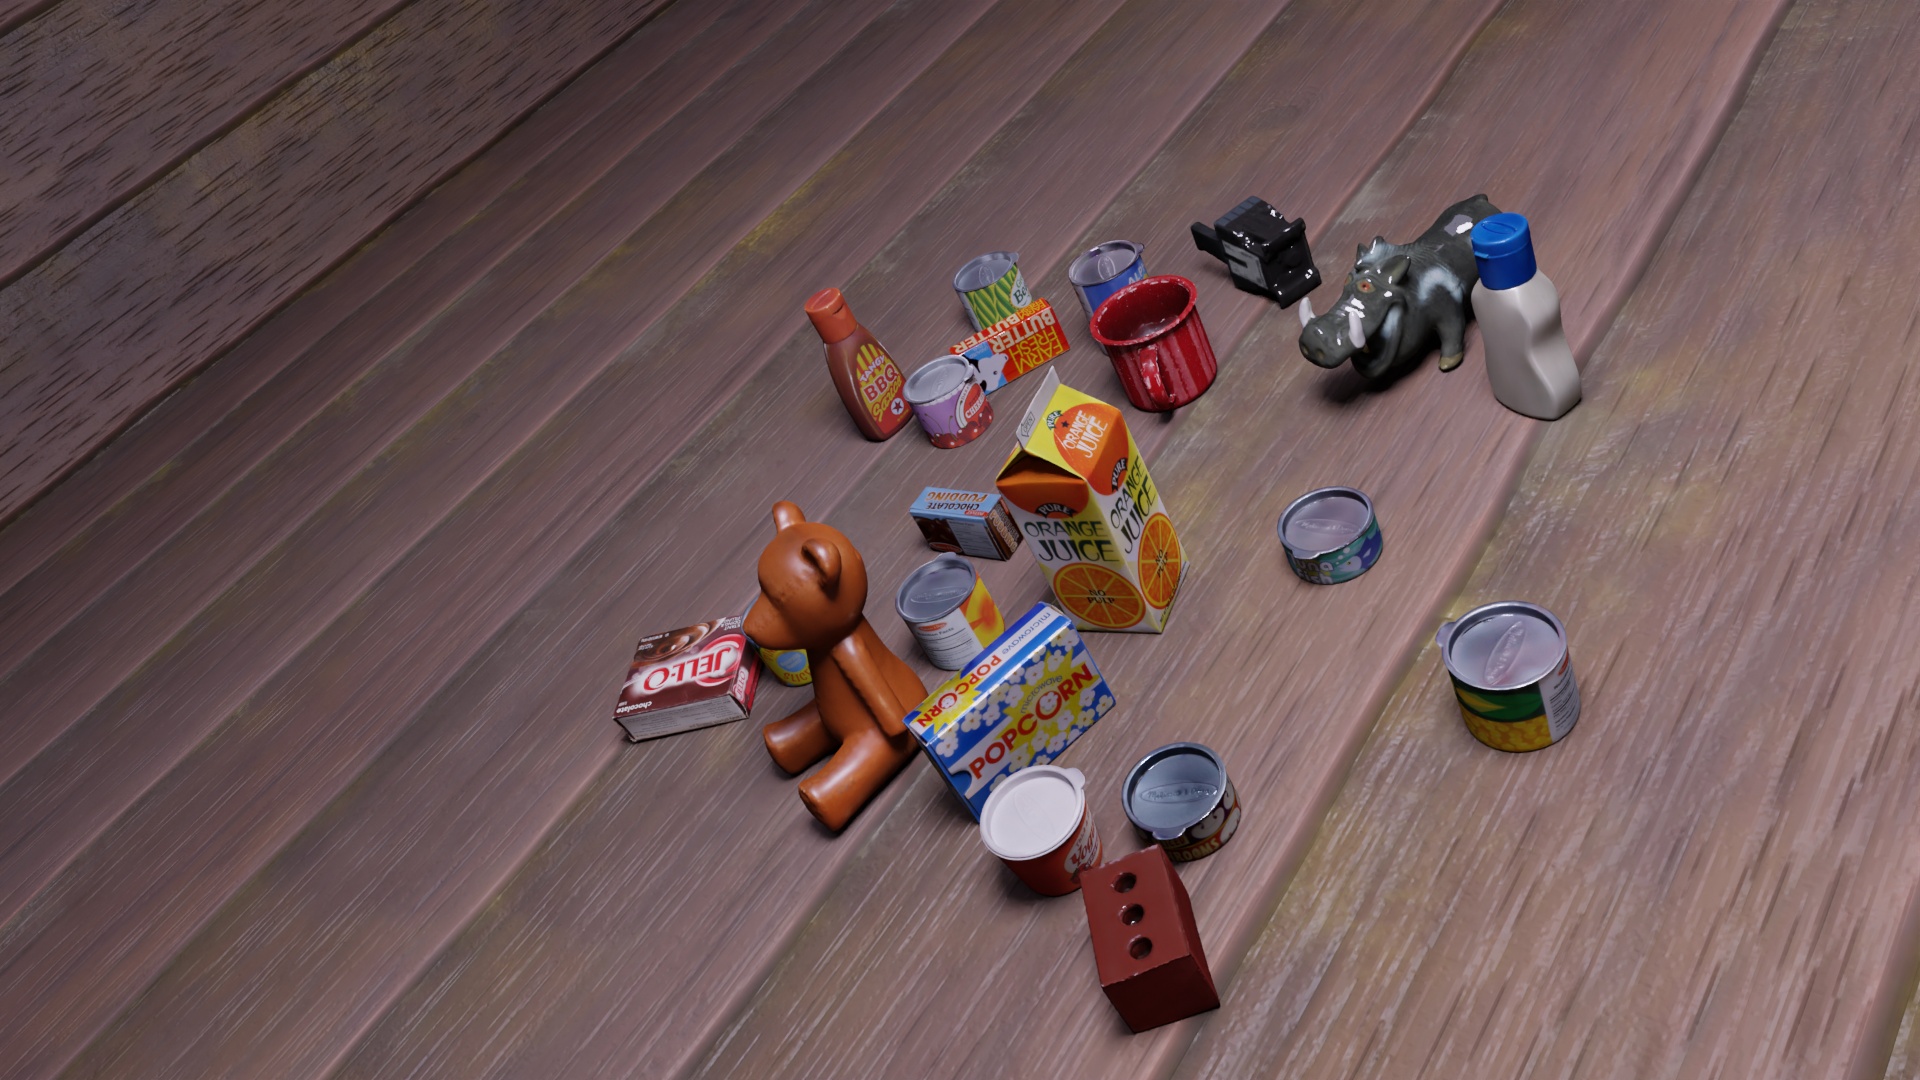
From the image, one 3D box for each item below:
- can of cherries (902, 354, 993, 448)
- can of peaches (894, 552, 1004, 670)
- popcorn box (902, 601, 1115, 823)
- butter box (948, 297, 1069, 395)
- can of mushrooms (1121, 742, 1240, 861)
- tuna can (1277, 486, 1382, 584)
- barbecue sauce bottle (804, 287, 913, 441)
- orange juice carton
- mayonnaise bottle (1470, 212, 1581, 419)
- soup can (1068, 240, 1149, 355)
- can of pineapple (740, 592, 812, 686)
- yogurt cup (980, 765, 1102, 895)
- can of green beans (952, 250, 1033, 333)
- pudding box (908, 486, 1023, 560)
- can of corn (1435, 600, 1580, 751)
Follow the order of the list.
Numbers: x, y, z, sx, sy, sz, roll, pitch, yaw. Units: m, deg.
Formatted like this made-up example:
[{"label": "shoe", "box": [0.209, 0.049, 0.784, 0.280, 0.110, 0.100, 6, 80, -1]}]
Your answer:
[{"label": "can of cherries", "box": [-0.009, -0.126, 1.265, 0.071, 0.058, 0.072, -19, 37, 15]}, {"label": "can of peaches", "box": [-0.006, 0.054, 1.044, 0.071, 0.058, 0.071, -19, 37, 15]}, {"label": "popcorn box", "box": [0.034, 0.113, 0.920, 0.127, 0.085, 0.038, -40, 36, -13]}, {"label": "butter box", "box": [0.046, -0.179, 1.296, 0.103, 0.053, 0.024, -29, 35, 1]}, {"label": "can of mushrooms", "box": [0.133, 0.160, 0.839, 0.071, 0.033, 0.071, -19, 37, 15]}, {"label": "tuna can", "box": [0.253, -0.002, 0.953, 0.071, 0.032, 0.071, -19, 37, 15]}, {"label": "barbecue sauce bottle", "box": [-0.096, -0.166, 1.297, 0.043, 0.148, 0.065, 13, 53, 44]}, {"label": "orange juice carton", "box": [0.087, -0.025, 0.960, 0.073, 0.192, 0.072, -1, 44, 34]}, {"label": "mayonnaise bottle", "box": [0.382, -0.153, 0.949, 0.041, 0.147, 0.065, -37, 36, -10]}, {"label": "soup can", "box": [0.145, -0.218, 1.248, 0.071, 0.083, 0.072, -19, 37, 15]}, {"label": "can of pineapple", "box": [-0.133, 0.075, 1.106, 0.071, 0.057, 0.071, -19, 37, 15]}, {"label": "yogurt cup", "box": [0.053, 0.180, 0.852, 0.072, 0.053, 0.073, -19, 37, 15]}, {"label": "can of green beans", "box": [0.033, -0.245, 1.382, 0.071, 0.057, 0.071, -19, 37, 15]}, {"label": "pudding box", "box": [0.004, -0.014, 1.127, 0.083, 0.049, 0.030, 7, 49, 40]}, {"label": "can of corn", "box": [0.313, 0.077, 0.793, 0.071, 0.058, 0.071, -19, 37, 15]}]
